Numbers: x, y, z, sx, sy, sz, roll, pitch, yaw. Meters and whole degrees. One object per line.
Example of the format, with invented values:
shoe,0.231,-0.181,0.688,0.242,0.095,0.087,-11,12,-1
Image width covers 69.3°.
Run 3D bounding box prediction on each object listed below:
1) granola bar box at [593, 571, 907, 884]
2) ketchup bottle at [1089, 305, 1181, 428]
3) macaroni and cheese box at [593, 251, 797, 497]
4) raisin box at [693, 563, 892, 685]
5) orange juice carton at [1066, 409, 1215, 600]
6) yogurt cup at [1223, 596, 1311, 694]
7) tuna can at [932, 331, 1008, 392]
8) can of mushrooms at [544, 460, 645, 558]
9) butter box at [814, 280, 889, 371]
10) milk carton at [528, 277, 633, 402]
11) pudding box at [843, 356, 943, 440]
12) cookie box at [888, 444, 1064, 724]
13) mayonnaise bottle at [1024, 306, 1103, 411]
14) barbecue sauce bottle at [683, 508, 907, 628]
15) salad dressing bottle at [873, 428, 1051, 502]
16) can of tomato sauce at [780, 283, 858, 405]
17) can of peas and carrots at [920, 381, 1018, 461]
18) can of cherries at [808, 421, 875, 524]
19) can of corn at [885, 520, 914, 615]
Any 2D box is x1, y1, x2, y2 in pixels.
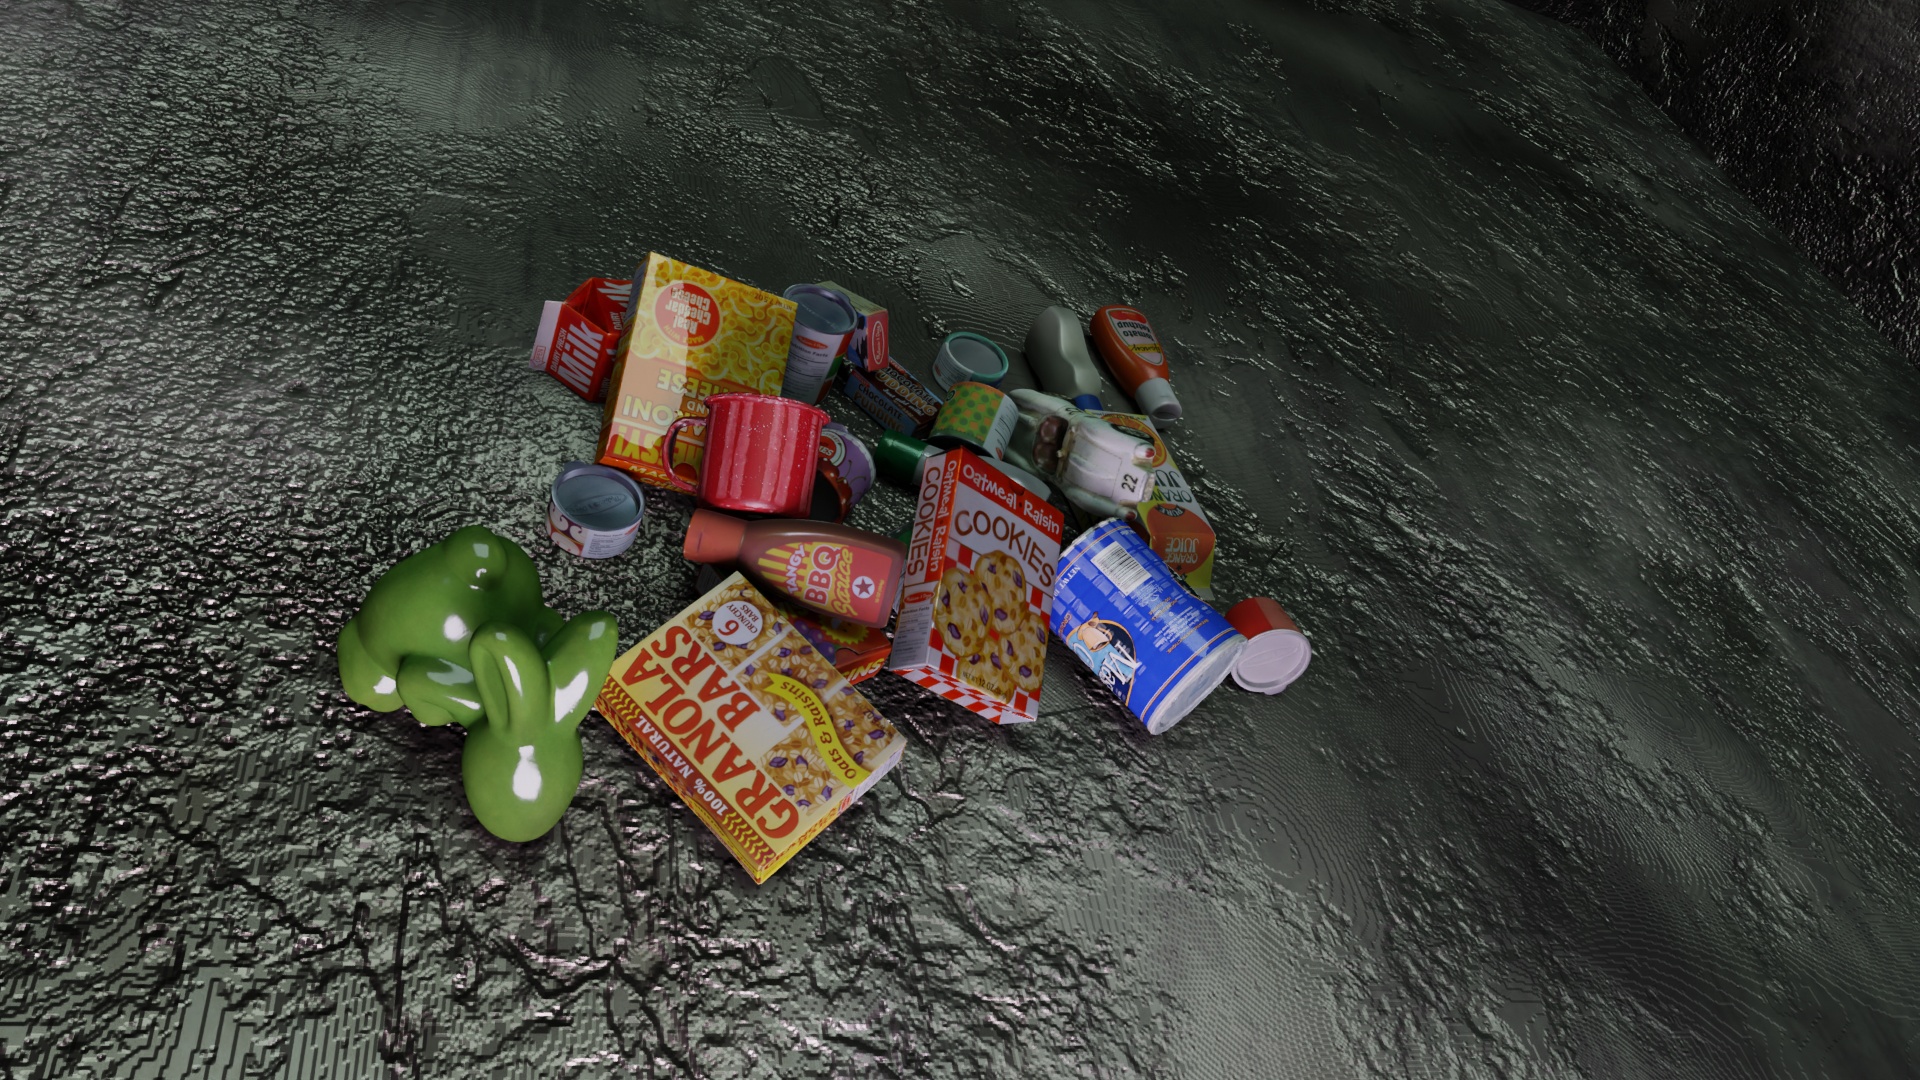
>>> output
granola bar box,-0.136,0.117,0.890,0.166,0.038,0.125,43,62,17
ketchup bottle,0.181,-0.176,1.407,0.065,0.043,0.149,4,46,-26
macaroni and cheese box,-0.200,-0.121,1.060,0.124,0.040,0.167,16,72,-26
raisin box,-0.120,0.054,0.995,0.086,0.039,0.123,-18,59,-42
orange juice carton,0.154,-0.022,1.205,0.072,0.072,0.193,3,47,-30
yogurt cup,0.251,0.084,1.157,0.072,0.072,0.054,11,35,-20
tuna can,0.011,-0.164,1.305,0.071,0.032,0.071,16,42,-14
can of mushrooms,-0.264,-0.022,0.997,0.071,0.033,0.071,16,42,-14
butter box,-0.099,-0.190,1.227,0.024,0.053,0.104,-17,32,-30
milk carton,-0.246,-0.159,1.123,0.191,0.072,0.074,0,47,-31
pudding box,-0.055,-0.123,1.226,0.084,0.030,0.050,43,41,16
cookie box,0.016,0.033,1.005,0.123,0.040,0.168,31,58,-41
mayonnaise bottle,0.105,-0.154,1.328,0.041,0.064,0.149,6,49,-30
barbecue sauce bottle,-0.115,0.013,0.964,0.148,0.064,0.044,15,16,-2
salad dressing bottle,0.000,-0.050,1.160,0.148,0.064,0.044,23,49,6
can of tomato sauce,-0.131,-0.168,1.188,0.071,0.082,0.071,16,41,-15
can of peas and carrots,0.008,-0.095,1.191,0.071,0.070,0.059,24,65,-5
can of cherries,-0.109,-0.049,1.085,0.071,0.071,0.059,32,41,4
can of corn,-0.027,0.026,1.055,0.071,0.070,0.058,-13,55,-38
